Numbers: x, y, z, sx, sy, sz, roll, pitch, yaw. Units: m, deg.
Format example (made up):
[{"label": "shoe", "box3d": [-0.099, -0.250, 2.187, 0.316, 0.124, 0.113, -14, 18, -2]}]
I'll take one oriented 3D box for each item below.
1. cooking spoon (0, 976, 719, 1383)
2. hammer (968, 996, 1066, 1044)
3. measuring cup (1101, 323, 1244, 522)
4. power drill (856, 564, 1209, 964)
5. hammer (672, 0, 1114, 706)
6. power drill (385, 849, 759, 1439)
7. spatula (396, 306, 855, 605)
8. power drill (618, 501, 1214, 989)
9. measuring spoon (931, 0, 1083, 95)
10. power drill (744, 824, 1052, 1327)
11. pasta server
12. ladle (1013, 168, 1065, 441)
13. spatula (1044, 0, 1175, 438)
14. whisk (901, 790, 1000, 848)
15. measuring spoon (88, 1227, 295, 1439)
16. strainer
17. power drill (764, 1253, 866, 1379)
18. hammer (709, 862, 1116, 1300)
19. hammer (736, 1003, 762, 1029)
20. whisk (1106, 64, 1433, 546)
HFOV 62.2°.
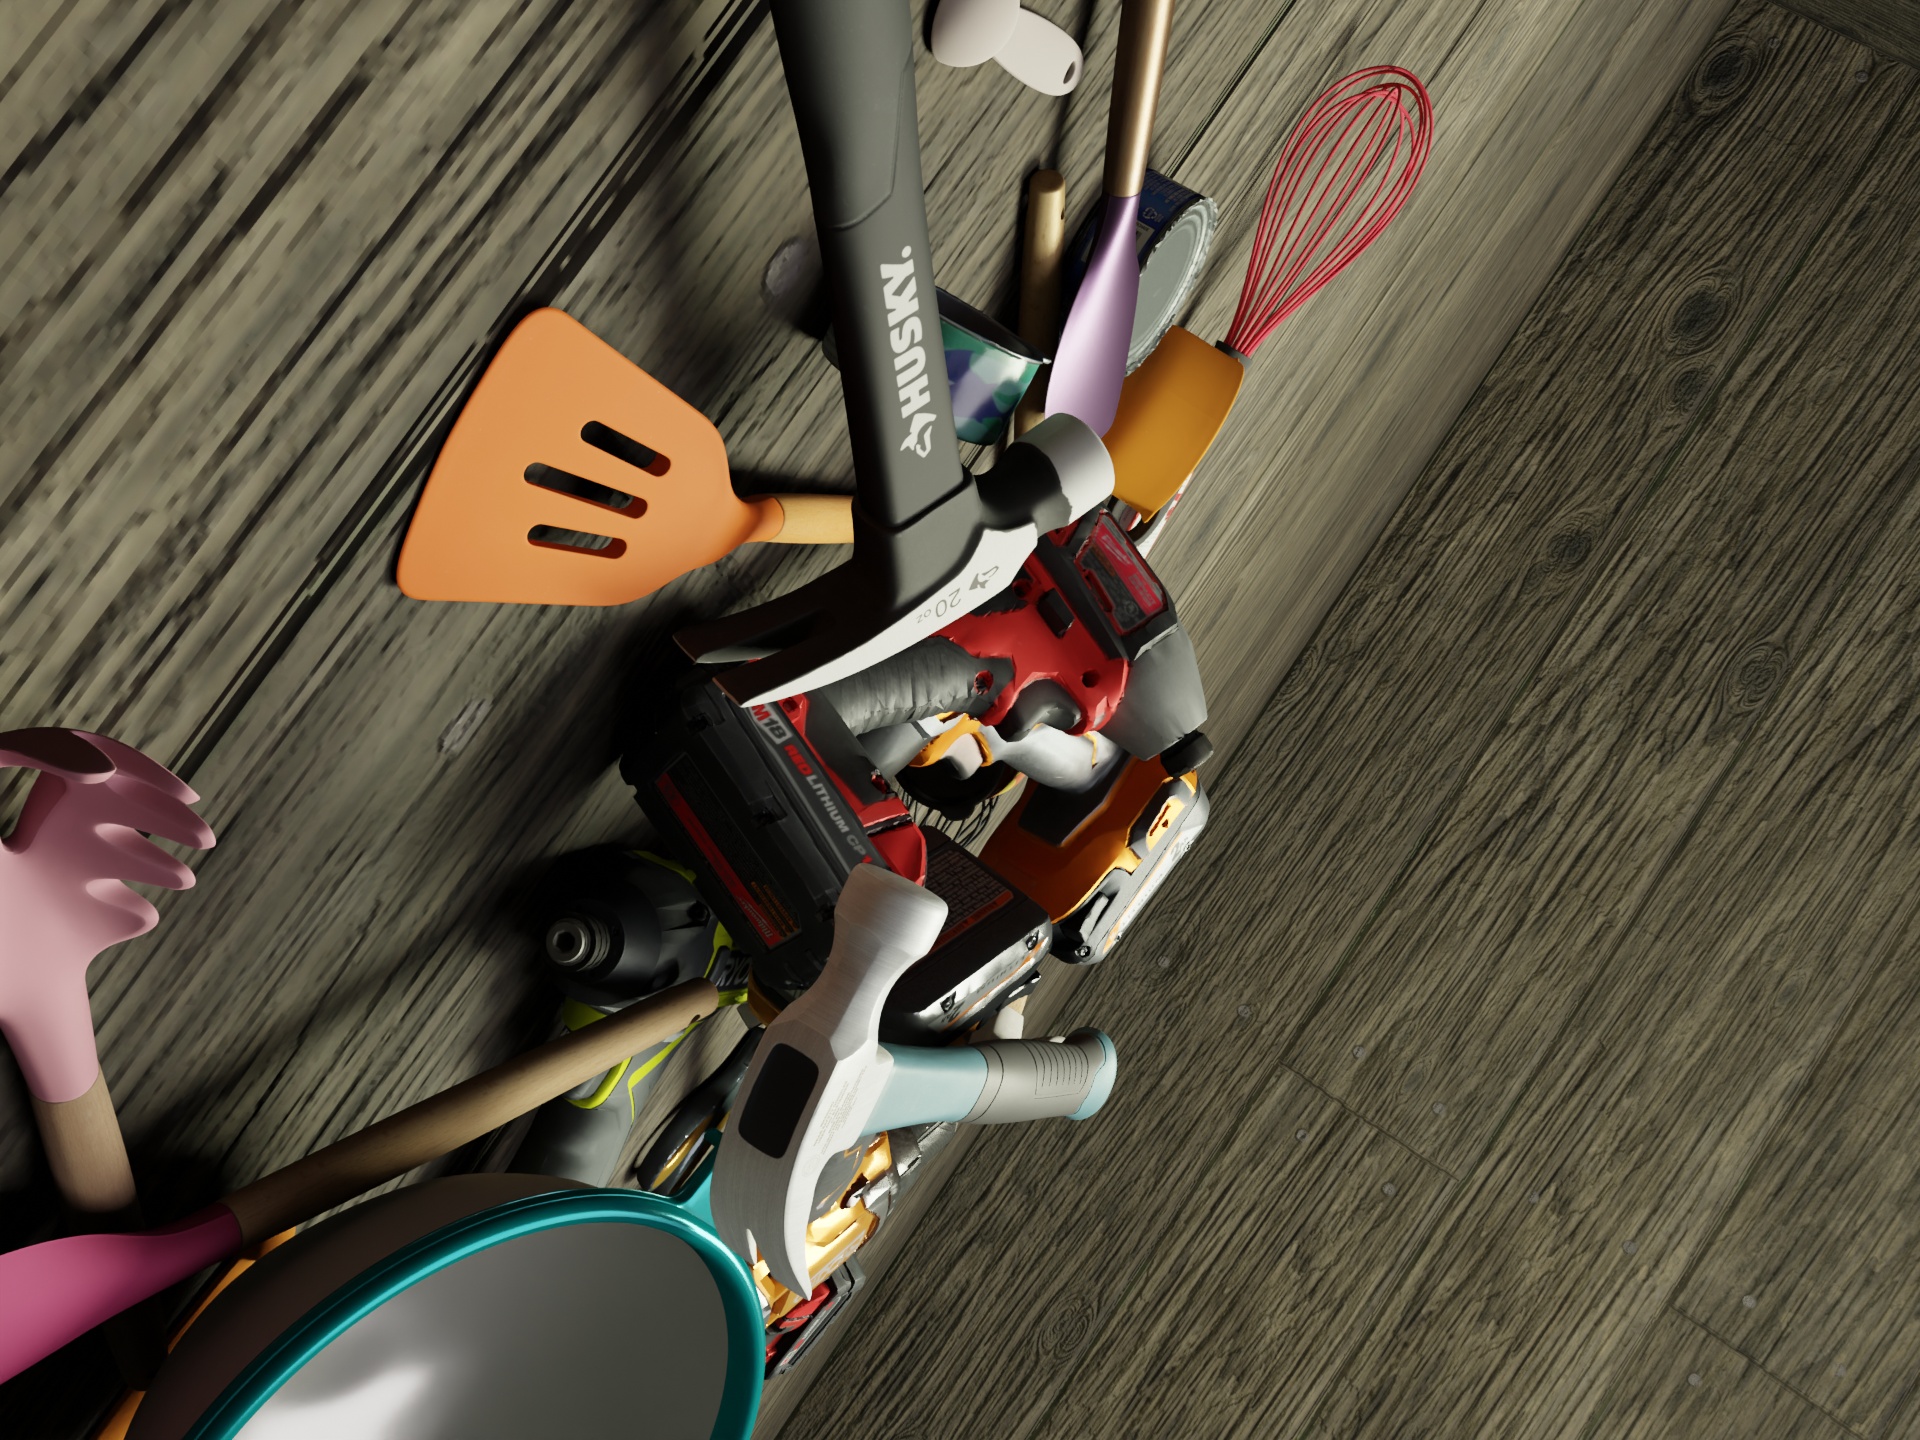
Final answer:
[{"label": "cooking spoon", "box3d": [-0.181, 0.130, 0.444, 0.319, 0.017, 0.068, -20, 150, -53]}, {"label": "hammer", "box3d": [0.053, 0.062, 0.898, 0.130, 0.031, 0.331, -18, -137, 47]}, {"label": "measuring cup", "box3d": [0.084, -0.152, 0.822, 0.095, 0.052, 0.174, -60, -168, -5]}, {"label": "power drill", "box3d": [0.017, 0.021, 0.742, 0.164, 0.084, 0.226, -50, 135, -13]}, {"label": "hammer", "box3d": [-0.028, -0.132, 0.365, 0.146, 0.035, 0.334, -36, 149, -19]}, {"label": "power drill", "box3d": [-0.157, 0.156, 0.617, 0.223, 0.080, 0.171, -60, 166, 0]}, {"label": "spatula", "box3d": [-0.064, -0.073, 0.528, 0.081, 0.041, 0.322, -59, 170, 14]}, {"label": "power drill", "box3d": [-0.001, -0.002, 0.592, 0.220, 0.143, 0.078, -35, 179, -34]}, {"label": "measuring spoon", "box3d": [0.023, -0.215, 0.507, 0.034, 0.018, 0.124, -62, 166, 20]}, {"label": "power drill", "box3d": [-0.037, 0.157, 0.700, 0.185, 0.084, 0.226, -27, 146, -50]}, {"label": "pasta server", "box3d": [-0.211, 0.106, 0.387, 0.060, 0.040, 0.316, -31, 154, -39]}, {"label": "ladle", "box3d": [0.044, -0.120, 0.721, 0.320, 0.062, 0.078, 90, 15, -62]}, {"label": "spatula", "box3d": [0.060, -0.213, 0.570, 0.060, 0.018, 0.315, -42, 154, -31]}, {"label": "whisk", "box3d": [-0.030, 0.094, 0.977, 0.055, 0.055, 0.238, -44, 166, -42]}, {"label": "measuring spoon", "box3d": [-0.257, 0.212, 0.522, 0.117, 0.011, 0.021, -54, 166, -9]}, {"label": "strainer", "box3d": [-0.217, 0.228, 0.449, 0.340, 0.095, 0.211, -9, 116, -42]}, {"label": "power drill", "box3d": [-0.162, 0.328, 0.873, 0.226, 0.080, 0.187, -9, 140, -47]}, {"label": "hammer", "box3d": [0.005, 0.131, 0.581, 0.128, 0.033, 0.330, -63, 158, -2]}, {"label": "hammer", "box3d": [-0.104, 0.217, 0.881, 0.127, 0.034, 0.336, -22, 156, -37]}, {"label": "whisk", "box3d": [0.161, -0.220, 0.874, 0.296, 0.073, 0.073, -58, 166, 13]}]
